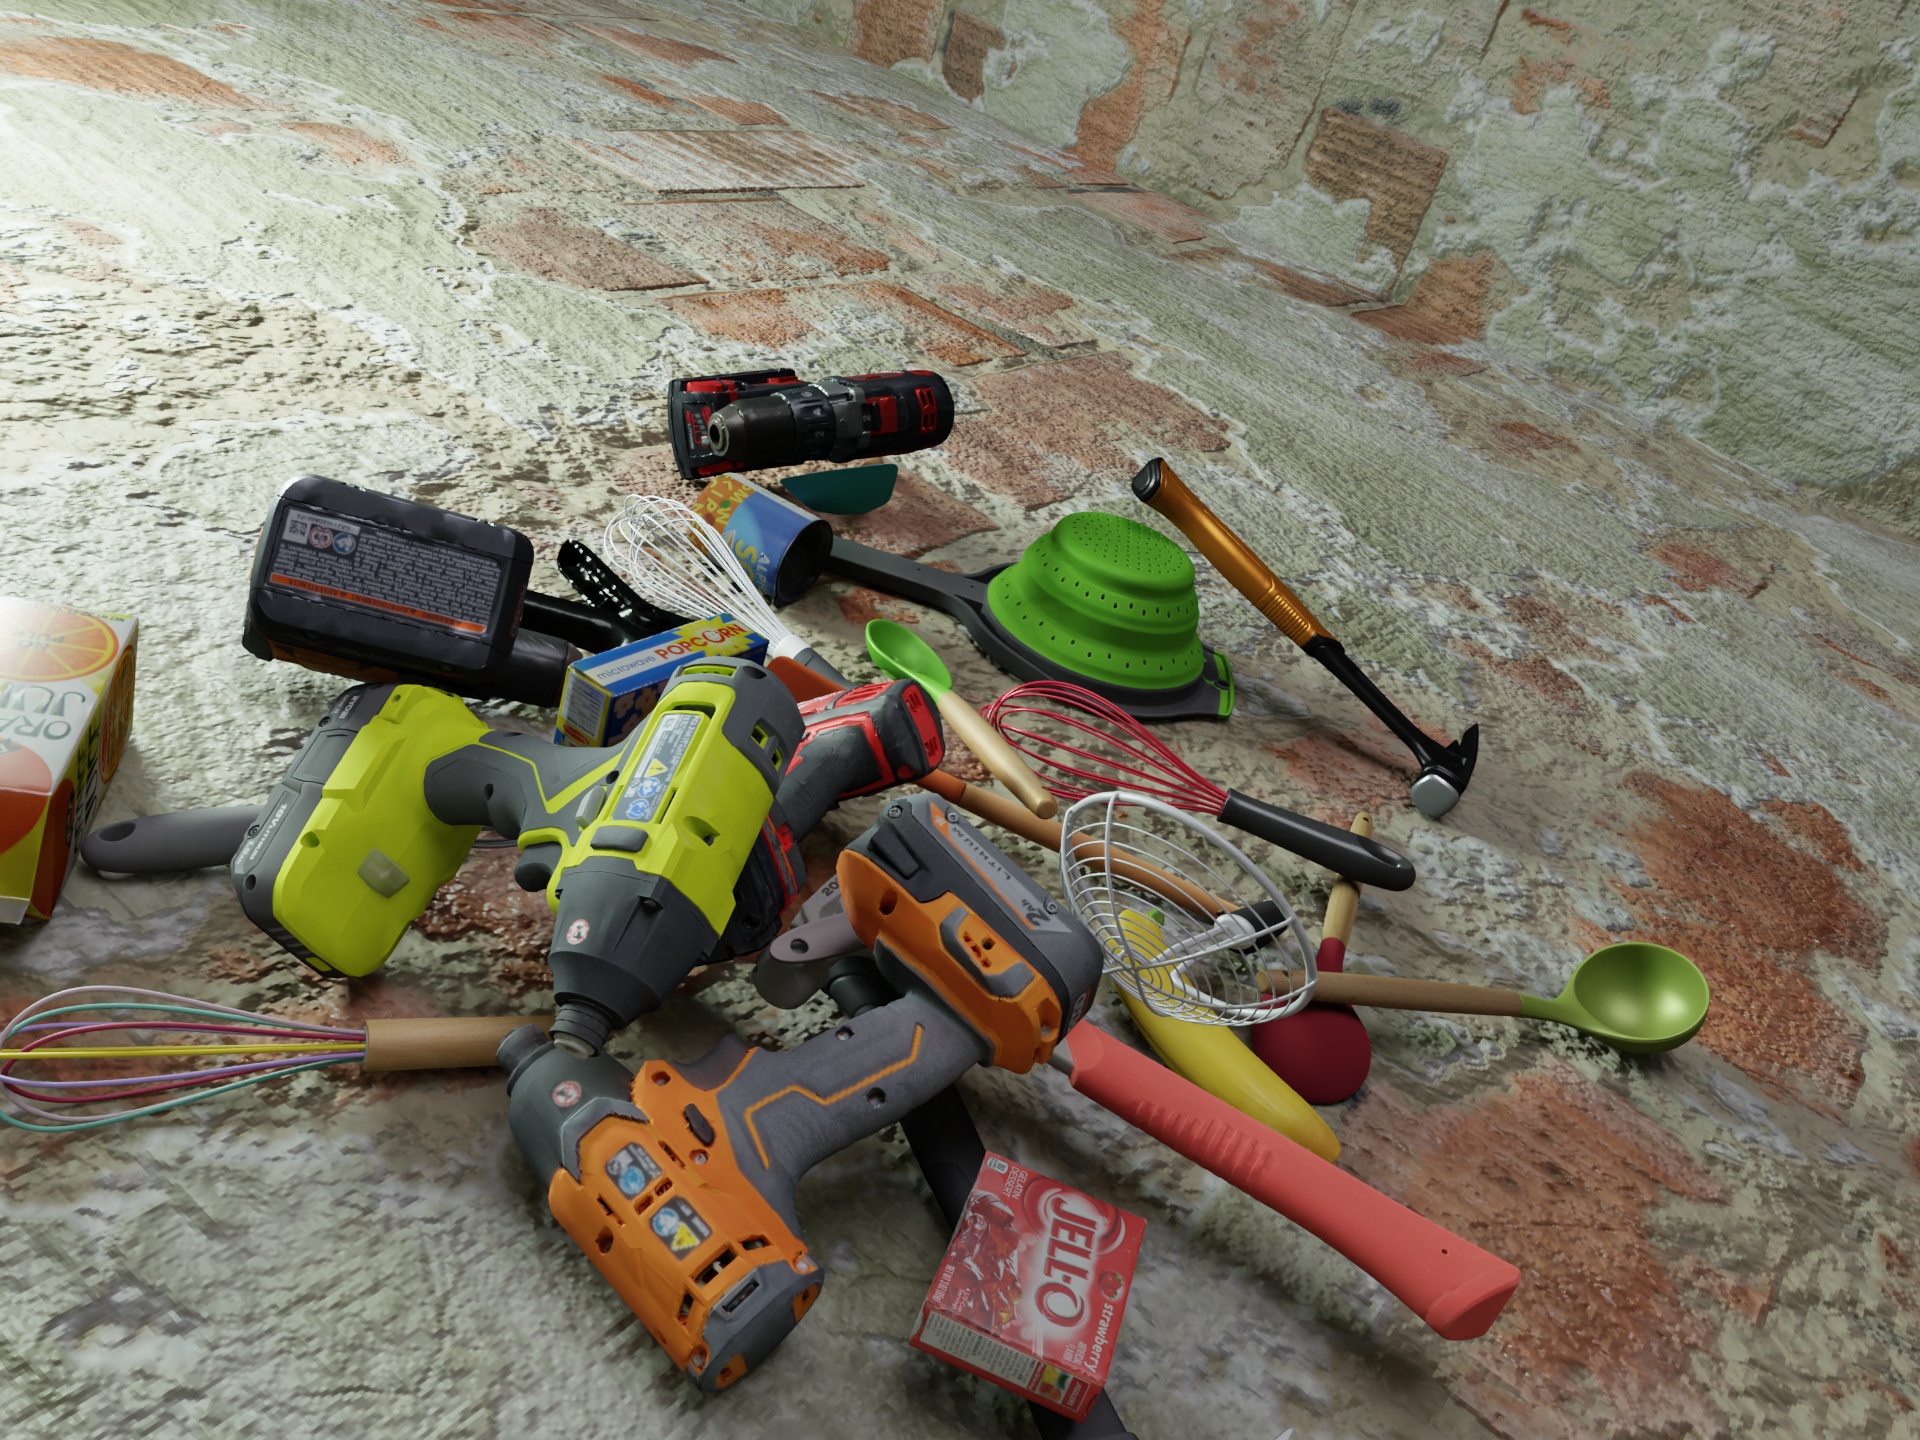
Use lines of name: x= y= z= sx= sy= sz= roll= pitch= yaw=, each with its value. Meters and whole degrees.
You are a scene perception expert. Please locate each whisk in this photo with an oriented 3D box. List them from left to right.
whisk: x=-0.268 y=0.136 z=0.655 sx=0.244 sy=0.047 sz=0.051 roll=5 pitch=51 yaw=-31
whisk: x=-0.298 y=0.046 z=0.783 sx=0.239 sy=0.055 sz=0.055 roll=-7 pitch=38 yaw=-30
whisk: x=-0.133 y=-0.061 z=1.051 sx=0.285 sy=0.070 sz=0.070 roll=40 pitch=35 yaw=22
whisk: x=0.150 y=0.046 z=1.016 sx=0.296 sy=0.073 sz=0.073 roll=22 pitch=30 yaw=5

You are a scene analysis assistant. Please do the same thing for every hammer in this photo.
hammer: x=0.012 y=0.213 z=0.697 sx=0.146 sy=0.035 sz=0.335 roll=1 pitch=34 yaw=-27
hammer: x=0.086 y=0.167 z=0.742 sx=0.359 sy=0.036 sz=0.149 roll=28 pitch=32 yaw=18
hammer: x=0.259 y=-0.074 z=1.202 sx=0.337 sy=0.034 sz=0.127 roll=45 pitch=33 yaw=2

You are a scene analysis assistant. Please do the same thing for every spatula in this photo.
spatula: x=-0.078 y=-0.193 z=1.242 sx=0.082 sy=0.044 sz=0.318 roll=-7 pitch=15 yaw=3
spatula: x=0.022 y=0.057 z=0.949 sx=0.322 sy=0.081 sz=0.041 roll=24 pitch=13 yaw=-1

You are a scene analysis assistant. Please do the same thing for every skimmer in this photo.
skimmer: x=0.141 y=0.088 z=0.795 sx=0.127 sy=0.090 sz=0.363 roll=34 pitch=10 yaw=19

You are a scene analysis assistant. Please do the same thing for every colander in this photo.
colander: x=0.033 y=-0.118 z=1.195 sx=0.397 sy=0.094 sz=0.205 roll=18 pitch=30 yaw=-3

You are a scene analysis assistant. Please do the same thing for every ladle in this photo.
ladle: x=0.232 y=0.128 z=0.975 sx=0.069 sy=0.031 sz=0.315 roll=27 pitch=29 yaw=8
ladle: x=0.304 y=0.152 z=0.914 sx=0.320 sy=0.062 sz=0.078 roll=9 pitch=28 yaw=-27

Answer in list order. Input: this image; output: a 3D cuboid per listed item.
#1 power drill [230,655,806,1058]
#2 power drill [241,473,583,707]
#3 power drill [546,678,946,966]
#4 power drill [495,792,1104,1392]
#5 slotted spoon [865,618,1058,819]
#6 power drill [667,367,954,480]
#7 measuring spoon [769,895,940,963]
power drill: x=-0.191 y=0.053 z=0.673 sx=0.223 sy=0.080 sz=0.171 roll=1 pitch=52 yaw=29
power drill: x=-0.276 y=-0.051 z=0.830 sx=0.185 sy=0.084 sz=0.226 roll=14 pitch=-10 yaw=-20
power drill: x=-0.110 y=0.046 z=0.822 sx=0.143 sy=0.078 sz=0.220 roll=-14 pitch=14 yaw=28
power drill: x=-0.069 y=0.133 z=0.655 sx=0.164 sy=0.084 sz=0.226 roll=41 pitch=64 yaw=21
slotted spoon: x=-0.002 y=-0.003 z=0.979 sx=0.070 sy=0.031 sz=0.314 roll=27 pitch=9 yaw=-25
power drill: x=-0.138 y=-0.221 z=1.184 sx=0.188 sy=0.080 sz=0.227 roll=-15 pitch=16 yaw=-34
measuring spoon: x=-0.034 y=0.098 z=0.750 sx=0.124 sy=0.018 sz=0.034 roll=-11 pitch=53 yaw=-29
